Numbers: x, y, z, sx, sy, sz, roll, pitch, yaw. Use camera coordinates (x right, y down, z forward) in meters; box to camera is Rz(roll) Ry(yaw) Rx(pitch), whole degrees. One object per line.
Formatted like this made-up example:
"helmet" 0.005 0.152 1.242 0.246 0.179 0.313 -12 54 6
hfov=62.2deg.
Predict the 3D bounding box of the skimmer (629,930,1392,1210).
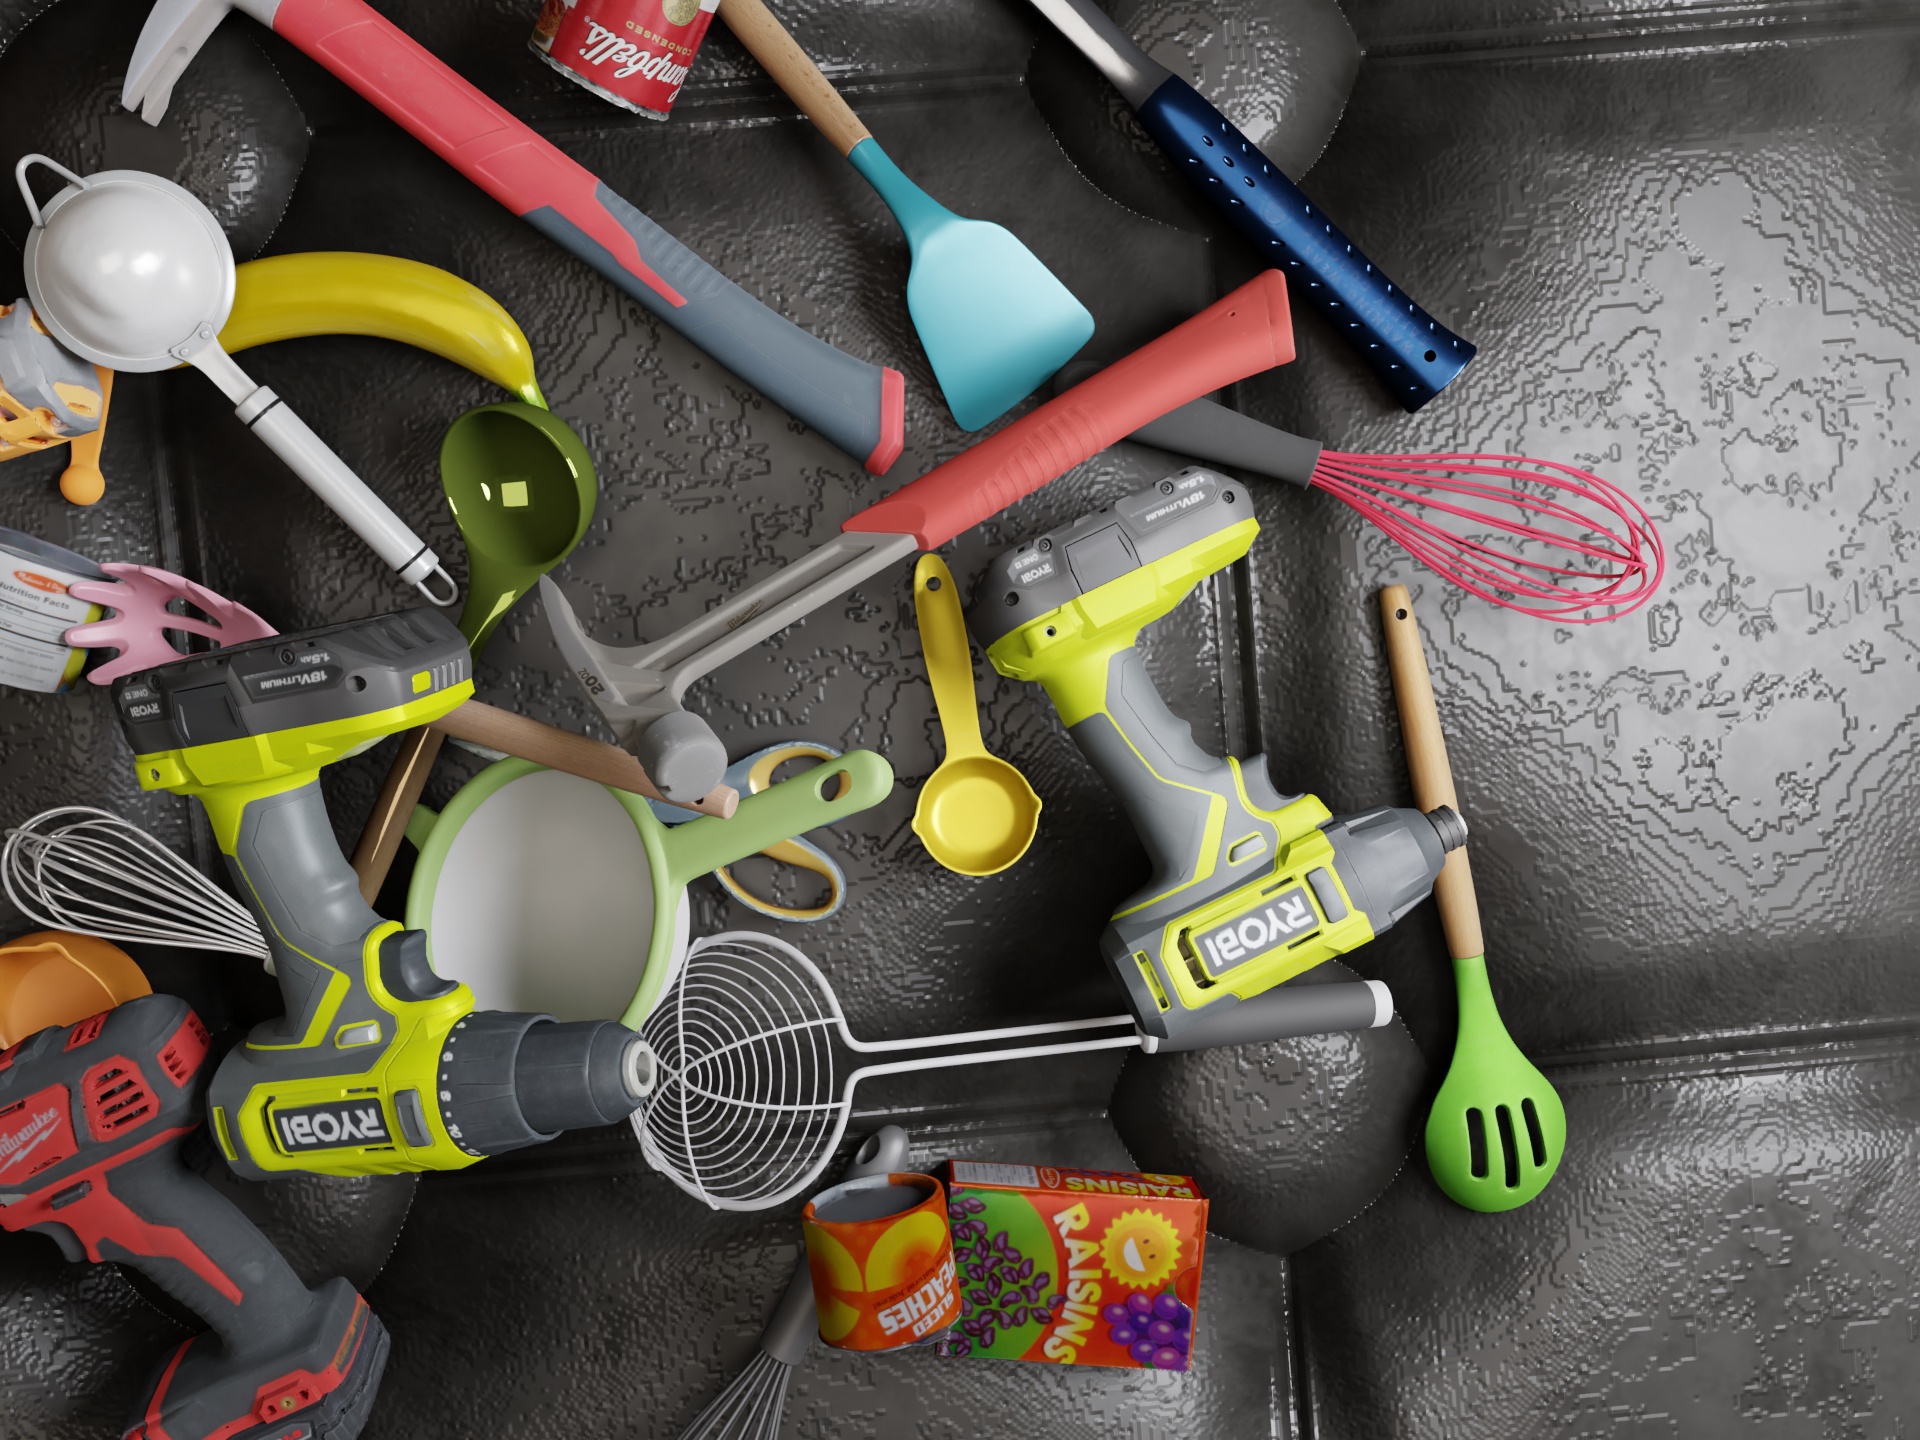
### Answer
"skimmer" 0.023 0.153 0.763 0.363 0.090 0.127 -4 79 -12

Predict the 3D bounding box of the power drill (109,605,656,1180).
"power drill" -0.233 0.075 0.646 0.190 0.080 0.228 -9 101 16

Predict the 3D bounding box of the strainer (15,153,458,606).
"strainer" -0.320 -0.147 0.711 0.087 0.050 0.258 -42 110 -2

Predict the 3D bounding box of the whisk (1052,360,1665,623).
"whisk" 0.184 -0.114 0.745 0.296 0.073 0.073 19 92 4

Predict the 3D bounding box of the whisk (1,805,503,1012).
"whisk" -0.327 0.103 0.744 0.246 0.059 0.058 24 64 -7

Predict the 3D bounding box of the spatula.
"spatula" -0.064 -0.282 0.746 0.082 0.044 0.317 -40 88 0

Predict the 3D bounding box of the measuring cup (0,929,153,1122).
"measuring cup" -0.382 0.154 0.743 0.173 0.052 0.095 18 94 -10

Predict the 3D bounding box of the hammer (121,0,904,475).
"hammer" -0.193 -0.228 0.736 0.386 0.038 0.143 37 92 -3

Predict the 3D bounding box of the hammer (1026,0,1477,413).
"hammer" 0.078 -0.295 0.741 0.405 0.035 0.144 44 90 -3

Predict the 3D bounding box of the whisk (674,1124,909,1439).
"whisk" -0.085 0.301 0.760 0.055 0.055 0.239 28 88 -3

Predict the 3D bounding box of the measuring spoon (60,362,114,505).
"measuring spoon" -0.410 -0.159 0.745 0.021 0.011 0.117 5 93 -2

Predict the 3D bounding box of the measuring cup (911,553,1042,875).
"measuring cup" -0.001 -0.002 0.763 0.062 0.029 0.156 -10 81 -1

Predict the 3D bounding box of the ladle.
"ladle" -0.249 0.007 0.718 0.078 0.062 0.320 21 85 13

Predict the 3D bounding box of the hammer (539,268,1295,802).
"hammer" -0.006 -0.103 0.698 0.359 0.149 0.036 -32 136 -11

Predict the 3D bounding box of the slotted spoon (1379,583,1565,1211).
"slotted spoon" 0.238 0.089 0.769 0.070 0.031 0.314 -12 92 -1

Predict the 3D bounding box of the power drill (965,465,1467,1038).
"power drill" 0.113 0.008 0.721 0.171 0.080 0.223 -25 86 -4

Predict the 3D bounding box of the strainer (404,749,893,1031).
"strainer" -0.131 0.071 0.711 0.256 0.069 0.152 -23 71 20

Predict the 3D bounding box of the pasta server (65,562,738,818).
"pasta server" -0.243 -0.007 0.683 0.316 0.040 0.060 16 104 14

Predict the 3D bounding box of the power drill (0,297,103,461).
"power drill" -0.510 -0.207 0.705 0.185 0.084 0.226 -18 94 1

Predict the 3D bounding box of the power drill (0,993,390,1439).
"power drill" -0.382 0.246 0.703 0.188 0.080 0.226 -24 108 0
